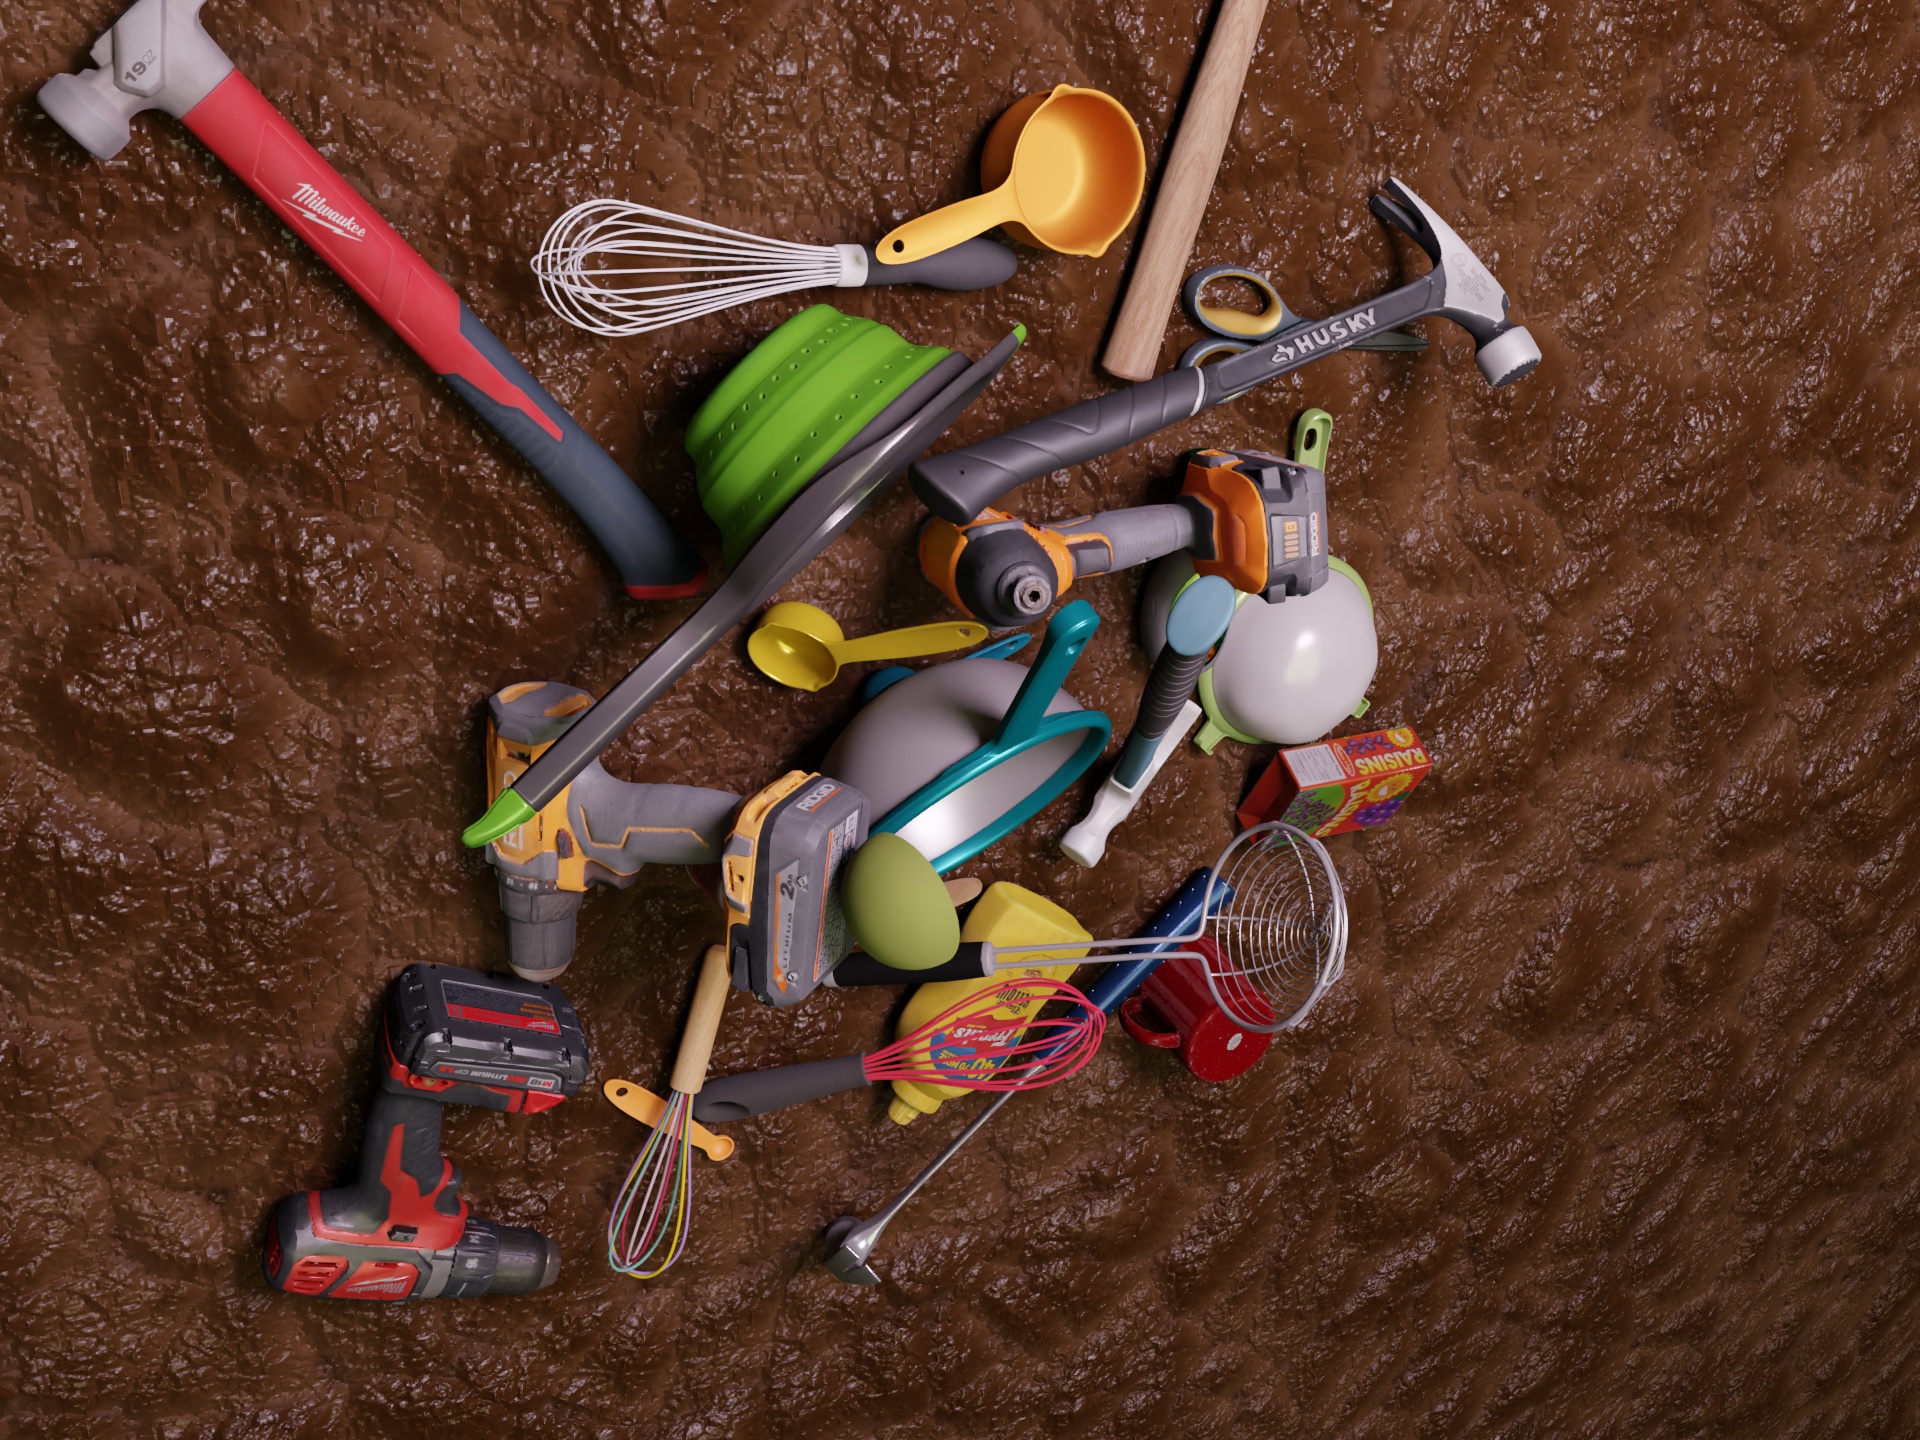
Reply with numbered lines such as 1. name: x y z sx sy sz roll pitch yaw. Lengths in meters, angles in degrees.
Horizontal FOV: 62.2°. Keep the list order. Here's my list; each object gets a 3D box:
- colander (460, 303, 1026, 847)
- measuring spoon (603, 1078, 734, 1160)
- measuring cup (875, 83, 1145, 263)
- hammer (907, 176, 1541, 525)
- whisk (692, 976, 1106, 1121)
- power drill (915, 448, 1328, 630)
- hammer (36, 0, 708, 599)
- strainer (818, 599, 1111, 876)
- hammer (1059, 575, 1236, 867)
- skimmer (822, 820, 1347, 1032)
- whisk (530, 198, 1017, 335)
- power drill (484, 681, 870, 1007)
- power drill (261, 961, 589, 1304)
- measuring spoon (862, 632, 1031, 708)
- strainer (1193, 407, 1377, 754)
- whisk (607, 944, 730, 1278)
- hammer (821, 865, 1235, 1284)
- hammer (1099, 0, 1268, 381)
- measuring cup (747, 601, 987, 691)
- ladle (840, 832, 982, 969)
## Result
1. colander: -0.137 -0.099 0.843 0.094 0.204 0.397 46 77 -5
2. measuring spoon: -0.202 0.275 1.102 0.021 0.011 0.116 -49 122 0
3. measuring cup: 0.019 -0.292 0.888 0.173 0.052 0.095 -27 120 -17
4. hammer: 0.154 -0.209 0.952 0.409 0.036 0.149 -24 79 -18
5. whisk: -0.046 0.232 1.083 0.296 0.073 0.073 -14 124 8
6. power drill: 0.099 -0.102 0.944 0.226 0.164 0.084 -10 108 -11
7. hammer: -0.250 -0.207 0.811 0.143 0.038 0.385 -44 126 -2
8. strainer: -0.001 -0.003 0.938 0.211 0.095 0.340 -26 162 -26
9. hammer: 0.122 -0.004 0.985 0.128 0.033 0.330 -53 170 -17
10. skimmer: 0.065 0.142 1.012 0.363 0.127 0.090 -7 160 20
11. whisk: -0.090 -0.246 0.862 0.284 0.070 0.070 -10 119 -28
12. power drill: -0.174 0.091 0.911 0.084 0.226 0.185 -39 141 -60
13. power drill: -0.312 0.276 1.006 0.187 0.080 0.226 18 108 -33
14. measuring spoon: -0.011 -0.037 1.036 0.128 0.021 0.042 -24 154 -25
15. strainer: 0.249 -0.086 1.109 0.151 0.069 0.256 -12 121 -21
16. whisk: -0.195 0.266 1.073 0.051 0.047 0.245 8 102 -40
17. hammer: 0.052 0.259 1.171 0.405 0.144 0.035 -44 88 -8
18. hammer: 0.150 -0.364 0.940 0.130 0.031 0.331 6 112 -29
19. measuring cup: -0.053 -0.052 0.942 0.156 0.029 0.062 -6 137 24
20. ladle: -0.010 0.104 0.970 0.062 0.320 0.078 -35 82 7
